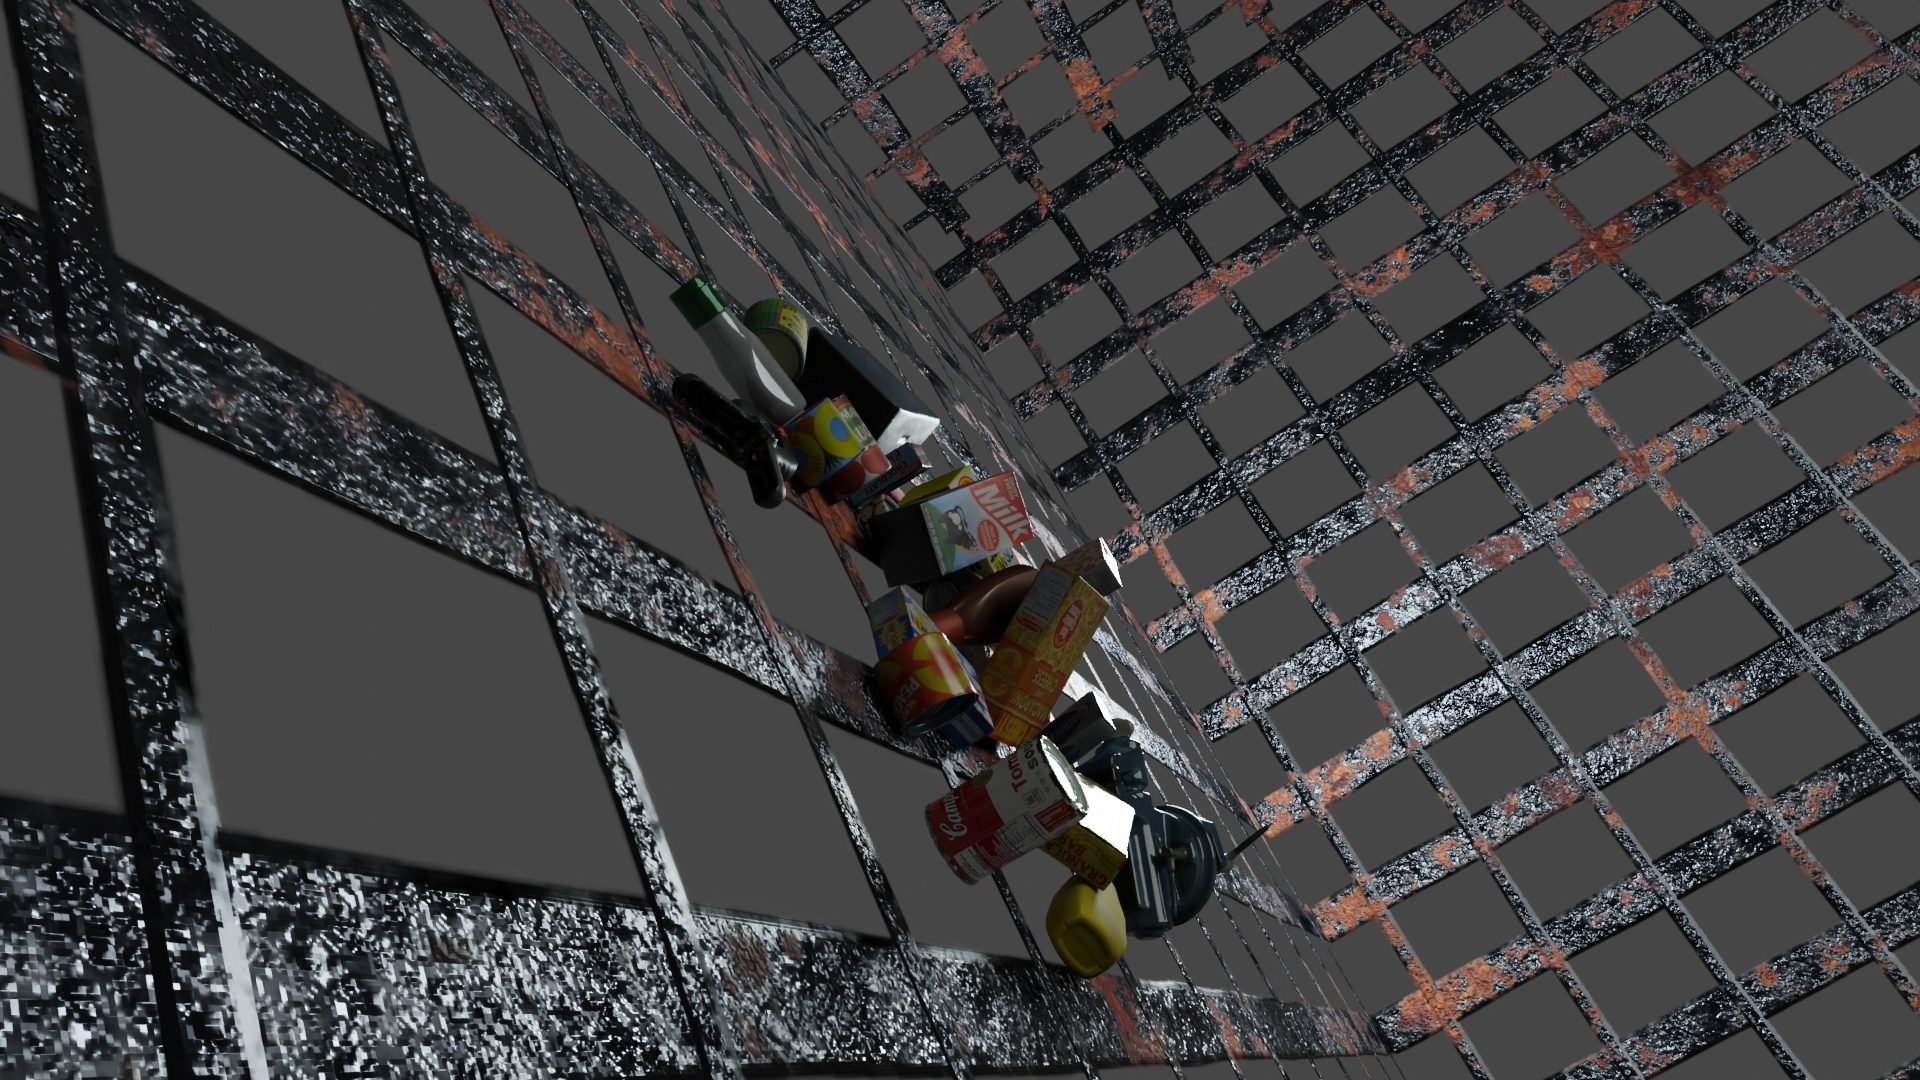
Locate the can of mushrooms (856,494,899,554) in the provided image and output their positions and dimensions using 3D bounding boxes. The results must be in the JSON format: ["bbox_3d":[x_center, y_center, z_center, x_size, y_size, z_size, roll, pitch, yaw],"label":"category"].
[{"bbox_3d":[-0.071,-0.010,1.372,0.071,0.033,0.071,55,9,-13],"label":"can of mushrooms"}]

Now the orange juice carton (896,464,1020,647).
[{"bbox_3d":[0.012,0.025,1.472,0.192,0.071,0.073,62,25,-12],"label":"orange juice carton"}]

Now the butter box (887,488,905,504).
[{"bbox_3d":[-0.075,-0.043,1.485,0.103,0.024,0.053,51,11,-34],"label":"butter box"}]

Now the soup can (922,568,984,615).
[{"bbox_3d":[-0.001,0.064,1.384,0.071,0.071,0.084,58,5,9],"label":"soup can"}]

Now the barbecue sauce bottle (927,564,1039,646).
[{"bbox_3d":[0.017,0.070,1.294,0.149,0.043,0.064,-20,112,-42],"label":"barbecue sauce bottle"}]

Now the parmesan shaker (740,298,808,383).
[{"bbox_3d":[-0.177,-0.181,1.306,0.071,0.071,0.103,53,10,-22],"label":"parmesan shaker"}]

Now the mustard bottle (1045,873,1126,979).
[{"bbox_3d":[0.107,0.311,1.163,0.065,0.049,0.160,51,9,2],"label":"mustard bottle"}]

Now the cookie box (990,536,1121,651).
[{"bbox_3d":[0.097,0.063,1.576,0.040,0.167,0.123,59,9,-9],"label":"cookie box"}]

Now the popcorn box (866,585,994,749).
[{"bbox_3d":[-0.026,0.110,1.189,0.126,0.038,0.085,50,12,-34],"label":"popcorn box"}]

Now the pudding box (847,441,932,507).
[{"bbox_3d":[-0.074,-0.065,1.386,0.030,0.083,0.050,60,9,4],"label":"pudding box"}]

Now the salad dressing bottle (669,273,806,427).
[{"bbox_3d":[-0.197,-0.165,1.222,0.147,0.044,0.064,53,17,-13],"label":"salad dressing bottle"}]

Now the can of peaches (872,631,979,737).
[{"bbox_3d":[-0.030,0.113,1.084,0.058,0.071,0.071,61,10,21],"label":"can of peaches"}]

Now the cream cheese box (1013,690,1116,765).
[{"bbox_3d":[0.099,0.194,1.343,0.024,0.103,0.053,46,11,-23],"label":"cream cheese box"}]

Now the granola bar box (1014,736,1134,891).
[{"bbox_3d":[0.089,0.234,1.216,0.124,0.039,0.166,33,7,6],"label":"granola bar box"}]

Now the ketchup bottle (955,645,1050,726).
[{"bbox_3d":[0.041,0.142,1.403,0.148,0.043,0.065,45,14,-51],"label":"ketchup bottle"}]

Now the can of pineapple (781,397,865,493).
[{"bbox_3d":[-0.128,-0.085,1.233,0.058,0.071,0.071,55,9,-10],"label":"can of pineapple"}]

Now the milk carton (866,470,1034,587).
[{"bbox_3d":[0.005,-0.017,1.354,0.191,0.073,0.072,-21,95,-49],"label":"milk carton"}]

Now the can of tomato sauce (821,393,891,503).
[{"bbox_3d":[-0.112,-0.087,1.303,0.083,0.071,0.071,57,9,-6],"label":"can of tomato sauce"}]

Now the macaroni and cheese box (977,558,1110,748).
[{"bbox_3d":[0.071,0.111,1.306,0.040,0.166,0.123,28,-5,25],"label":"macaroni and cheese box"}]
